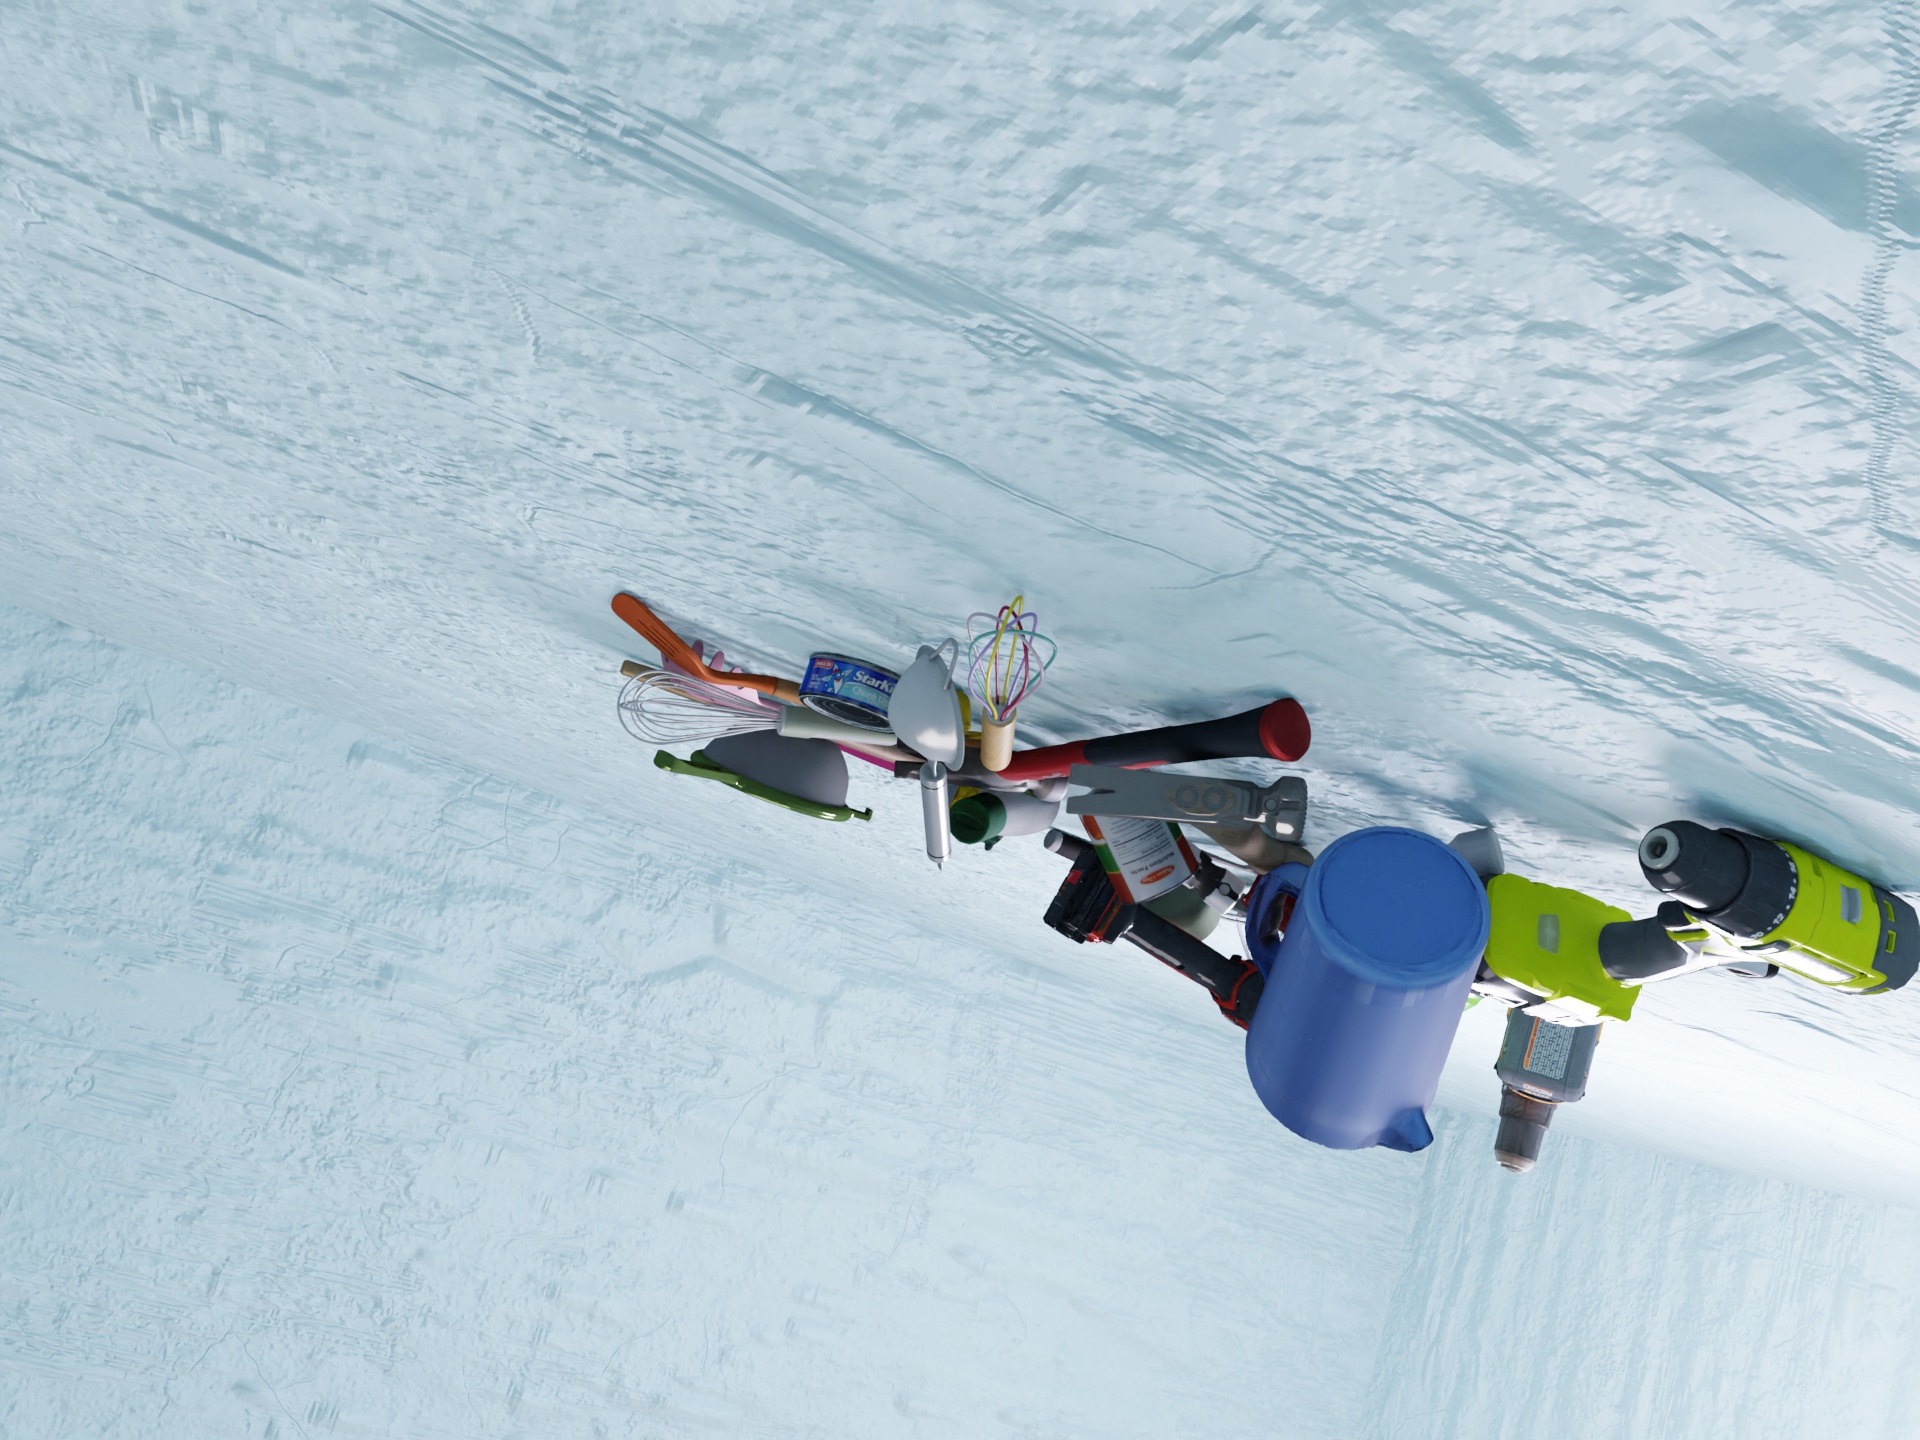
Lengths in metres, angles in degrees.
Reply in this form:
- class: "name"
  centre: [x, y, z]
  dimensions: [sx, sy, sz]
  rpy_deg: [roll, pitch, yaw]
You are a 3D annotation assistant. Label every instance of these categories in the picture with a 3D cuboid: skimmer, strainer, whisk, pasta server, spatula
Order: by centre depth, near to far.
- class: "whisk"
  centre: [0.027, -0.015, 0.969]
  dimensions: [0.051, 0.047, 0.244]
  rpy_deg: [-6, 162, -2]
- class: "strainer"
  centre: [-0.021, 0.035, 1.108]
  dimensions: [0.050, 0.087, 0.258]
  rpy_deg: [-19, 144, -11]
- class: "spatula"
  centre: [-0.121, -0.029, 1.250]
  dimensions: [0.322, 0.041, 0.081]
  rpy_deg: [17, 170, -17]
- class: "whisk"
  centre: [-0.151, 0.000, 1.273]
  dimensions: [0.246, 0.059, 0.058]
  rpy_deg: [7, 179, -19]
- class: "strainer"
  centre: [-0.176, 0.025, 1.352]
  dimensions: [0.151, 0.069, 0.256]
  rpy_deg: [23, -179, 23]
- class: "pasta server"
  centre: [-0.120, -0.003, 1.360]
  dimensions: [0.316, 0.040, 0.060]
  rpy_deg: [21, 168, -35]
- class: "skimmer"
  centre: [0.224, 0.215, 1.687]
  dimensions: [0.363, 0.090, 0.127]
  rpy_deg: [25, -163, -23]

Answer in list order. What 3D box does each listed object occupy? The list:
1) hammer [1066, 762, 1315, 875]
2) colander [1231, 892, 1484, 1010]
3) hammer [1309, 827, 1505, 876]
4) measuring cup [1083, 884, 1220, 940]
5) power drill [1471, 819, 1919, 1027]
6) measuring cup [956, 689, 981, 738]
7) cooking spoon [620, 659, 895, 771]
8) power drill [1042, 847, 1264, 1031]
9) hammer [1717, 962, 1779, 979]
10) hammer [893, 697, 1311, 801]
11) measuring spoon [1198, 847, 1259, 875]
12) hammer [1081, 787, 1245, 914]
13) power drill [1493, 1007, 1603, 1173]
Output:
- class: "hammer"
  centre: [0.193, 0.082, 1.142]
  dimensions: [0.146, 0.038, 0.410]
  rpy_deg: [4, 171, 19]
- class: "colander"
  centre: [0.329, 0.232, 1.481]
  dimensions: [0.204, 0.094, 0.397]
  rpy_deg: [19, 177, -30]
- class: "hammer"
  centre: [0.381, 0.153, 1.238]
  dimensions: [0.144, 0.035, 0.405]
  rpy_deg: [-14, 158, 25]
- class: "measuring cup"
  centre: [0.171, 0.182, 1.560]
  dimensions: [0.168, 0.083, 0.038]
  rpy_deg: [-1, 130, 32]
- class: "power drill"
  centre: [0.414, 0.121, 0.953]
  dimensions: [0.190, 0.080, 0.228]
  rpy_deg: [22, 155, -23]
- class: "measuring cup"
  centre: [-0.002, -0.004, 1.197]
  dimensions: [0.062, 0.029, 0.156]
  rpy_deg: [0, 175, 22]
- class: "cooking spoon"
  centre: [-0.157, 0.004, 1.458]
  dimensions: [0.318, 0.017, 0.069]
  rpy_deg: [20, 166, -13]
- class: "power drill"
  centre: [0.191, 0.204, 1.428]
  dimensions: [0.226, 0.080, 0.188]
  rpy_deg: [31, 176, -1]
- class: "hammer"
  centre: [0.416, 0.183, 1.190]
  dimensions: [0.127, 0.034, 0.337]
  rpy_deg: [14, 161, -38]
- class: "hammer"
  centre: [0.090, 0.020, 1.069]
  dimensions: [0.143, 0.038, 0.386]
  rpy_deg: [8, 171, -24]
- class: "measuring spoon"
  centre: [0.238, 0.120, 1.429]
  dimensions: [0.124, 0.018, 0.034]
  rpy_deg: [17, 170, 39]
- class: "hammer"
  centre: [0.162, 0.117, 1.407]
  dimensions: [0.146, 0.035, 0.334]
  rpy_deg: [37, 175, 5]
- class: "power drill"
  centre: [0.559, 0.338, 1.539]
  dimensions: [0.084, 0.185, 0.226]
  rpy_deg: [15, 165, 20]
